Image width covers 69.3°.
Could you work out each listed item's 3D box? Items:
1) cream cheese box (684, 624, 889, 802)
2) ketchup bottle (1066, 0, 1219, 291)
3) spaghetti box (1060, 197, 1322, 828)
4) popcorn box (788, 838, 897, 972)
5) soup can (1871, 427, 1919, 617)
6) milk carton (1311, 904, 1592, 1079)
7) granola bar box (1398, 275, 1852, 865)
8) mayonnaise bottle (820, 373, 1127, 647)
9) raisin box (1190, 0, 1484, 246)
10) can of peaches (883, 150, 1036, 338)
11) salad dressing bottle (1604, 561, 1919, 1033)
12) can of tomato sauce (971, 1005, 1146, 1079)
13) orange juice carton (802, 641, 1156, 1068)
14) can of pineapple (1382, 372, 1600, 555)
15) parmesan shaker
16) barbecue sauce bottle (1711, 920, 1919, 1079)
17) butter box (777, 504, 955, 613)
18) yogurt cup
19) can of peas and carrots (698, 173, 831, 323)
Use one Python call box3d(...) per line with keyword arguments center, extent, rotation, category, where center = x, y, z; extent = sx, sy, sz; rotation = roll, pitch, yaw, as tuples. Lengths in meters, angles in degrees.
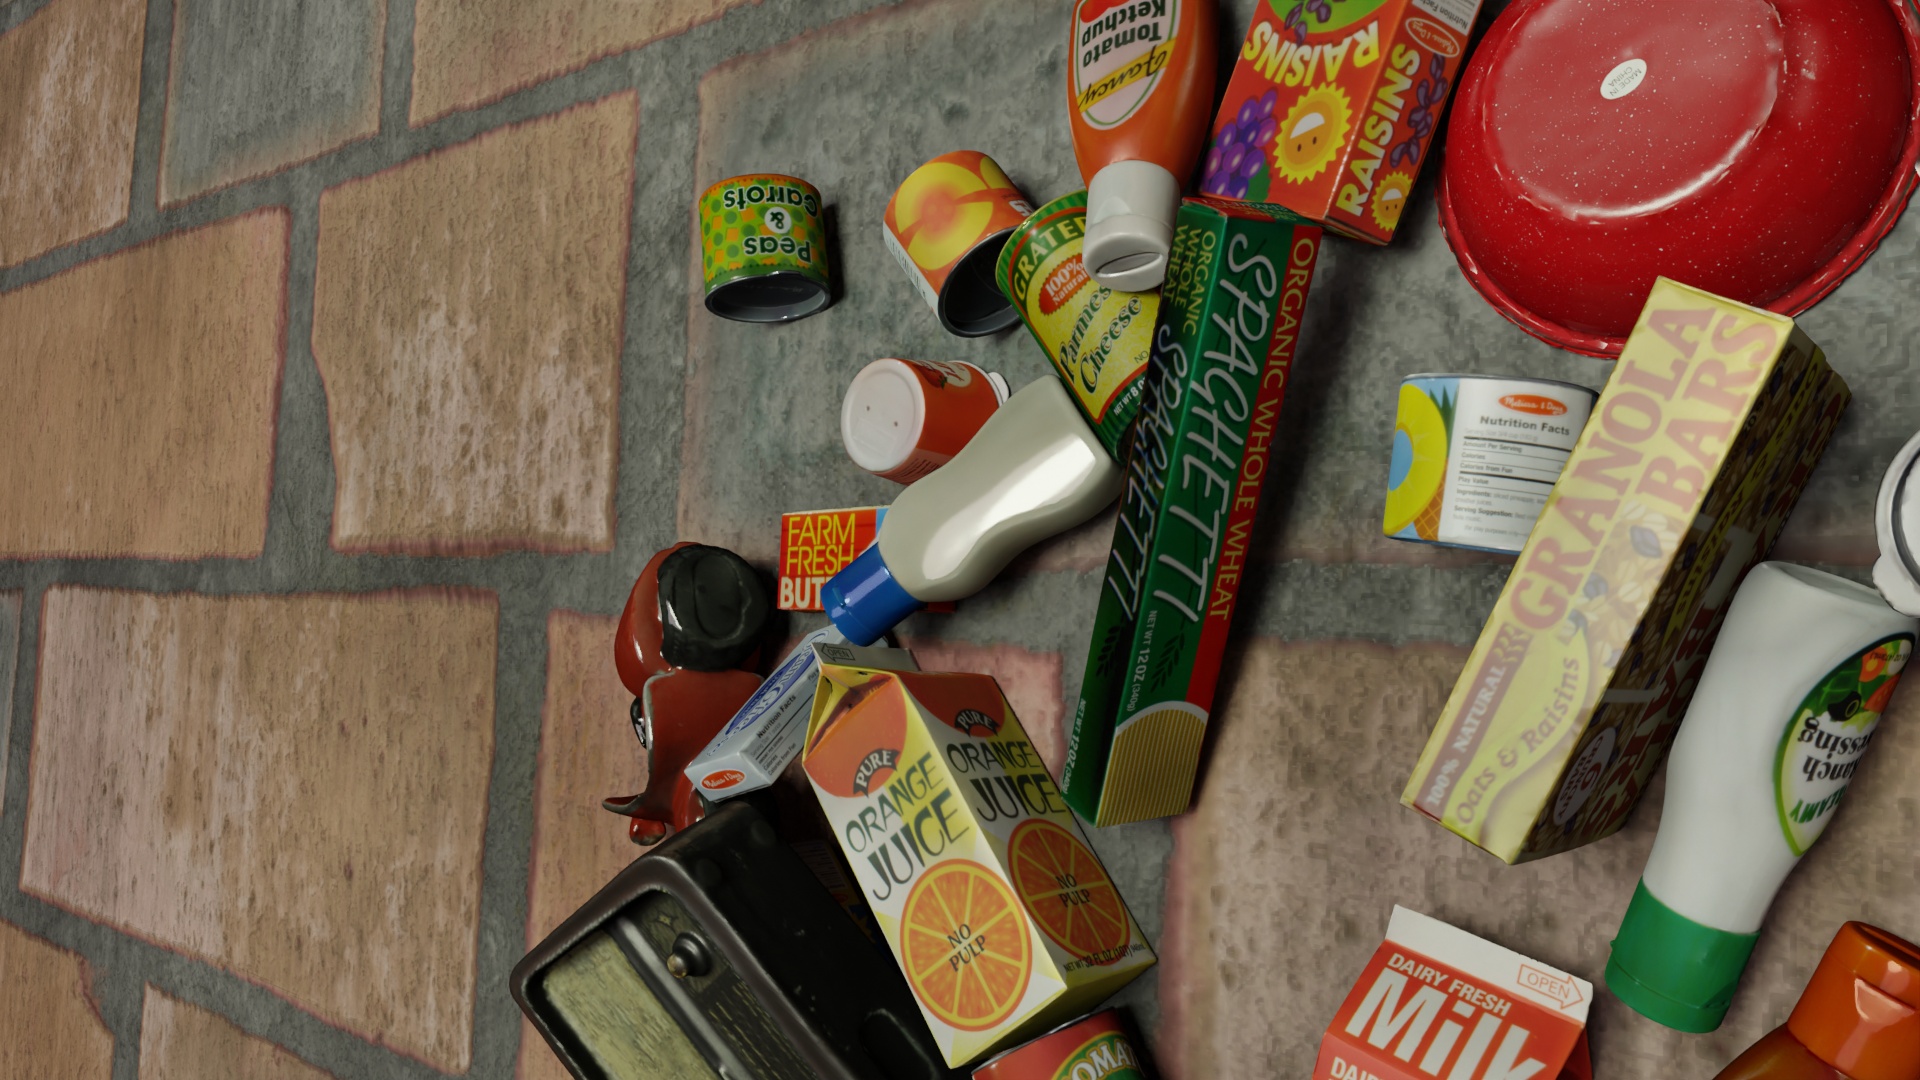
box3d(center=(-0.082, 0.080, 0.669), extent=(0.053, 0.104, 0.024), rotation=(-23, 110, 47), category="cream cheese box")
box3d(center=(0.073, -0.171, 0.570), extent=(0.064, 0.043, 0.149), rotation=(-12, 57, 32), category="ketchup bottle")
box3d(center=(0.086, -0.005, 0.538), extent=(0.029, 0.050, 0.249), rotation=(35, 121, 53), category="spaghetti box")
box3d(center=(-0.096, 0.222, 0.704), extent=(0.126, 0.038, 0.085), rotation=(-47, 61, 25), category="popcorn box")
box3d(center=(0.295, -0.002, 0.385), extent=(0.071, 0.084, 0.071), rotation=(-5, 82, 39), category="soup can")
box3d(center=(0.158, 0.228, 0.477), extent=(0.072, 0.073, 0.190), rotation=(16, 95, 39), category="milk carton")
box3d(center=(0.209, 0.015, 0.426), extent=(0.039, 0.124, 0.165), rotation=(31, 105, 36), category="granola bar box")
box3d(center=(0.002, -0.008, 0.629), extent=(0.148, 0.041, 0.065), rotation=(-38, 61, 15), category="mayonnaise bottle")
box3d(center=(0.147, -0.183, 0.538), extent=(0.086, 0.040, 0.123), rotation=(34, 107, 55), category="raisin box")
box3d(center=(0.007, -0.139, 0.644), extent=(0.071, 0.071, 0.058), rotation=(-48, 58, 25), category="can of peaches")
box3d(center=(0.245, 0.082, 0.434), extent=(0.044, 0.064, 0.147), rotation=(35, 116, 52), category="salad dressing bottle")
box3d(center=(0.052, 0.242, 0.565), extent=(0.071, 0.071, 0.083), rotation=(-39, 64, 29), category="can of tomato sauce")
box3d(center=(-0.004, 0.124, 0.619), extent=(0.072, 0.072, 0.193), rotation=(-45, 60, 26), category="orange juice carton")
box3d(center=(0.185, -0.025, 0.489), extent=(0.071, 0.071, 0.058), rotation=(8, 91, 39), category="can of pineapple")
box3d(center=(0.070, -0.092, 0.587), extent=(0.071, 0.071, 0.103), rotation=(-45, 60, 27), category="parmesan shaker")
box3d(center=(0.253, 0.189, 0.424), extent=(0.065, 0.044, 0.148), rotation=(31, 104, 38), category="barbecue sauce bottle")
box3d(center=(-0.048, 0.010, 0.697), extent=(0.103, 0.024, 0.053), rotation=(-3, 83, 38), category="butter box")
box3d(center=(-0.020, -0.056, 0.663), extent=(0.072, 0.054, 0.072), rotation=(-4, 83, 39), category="yogurt cup")
box3d(center=(-0.103, -0.154, 0.731), extent=(0.071, 0.071, 0.059), rotation=(-15, 76, 37), category="can of peas and carrots")
